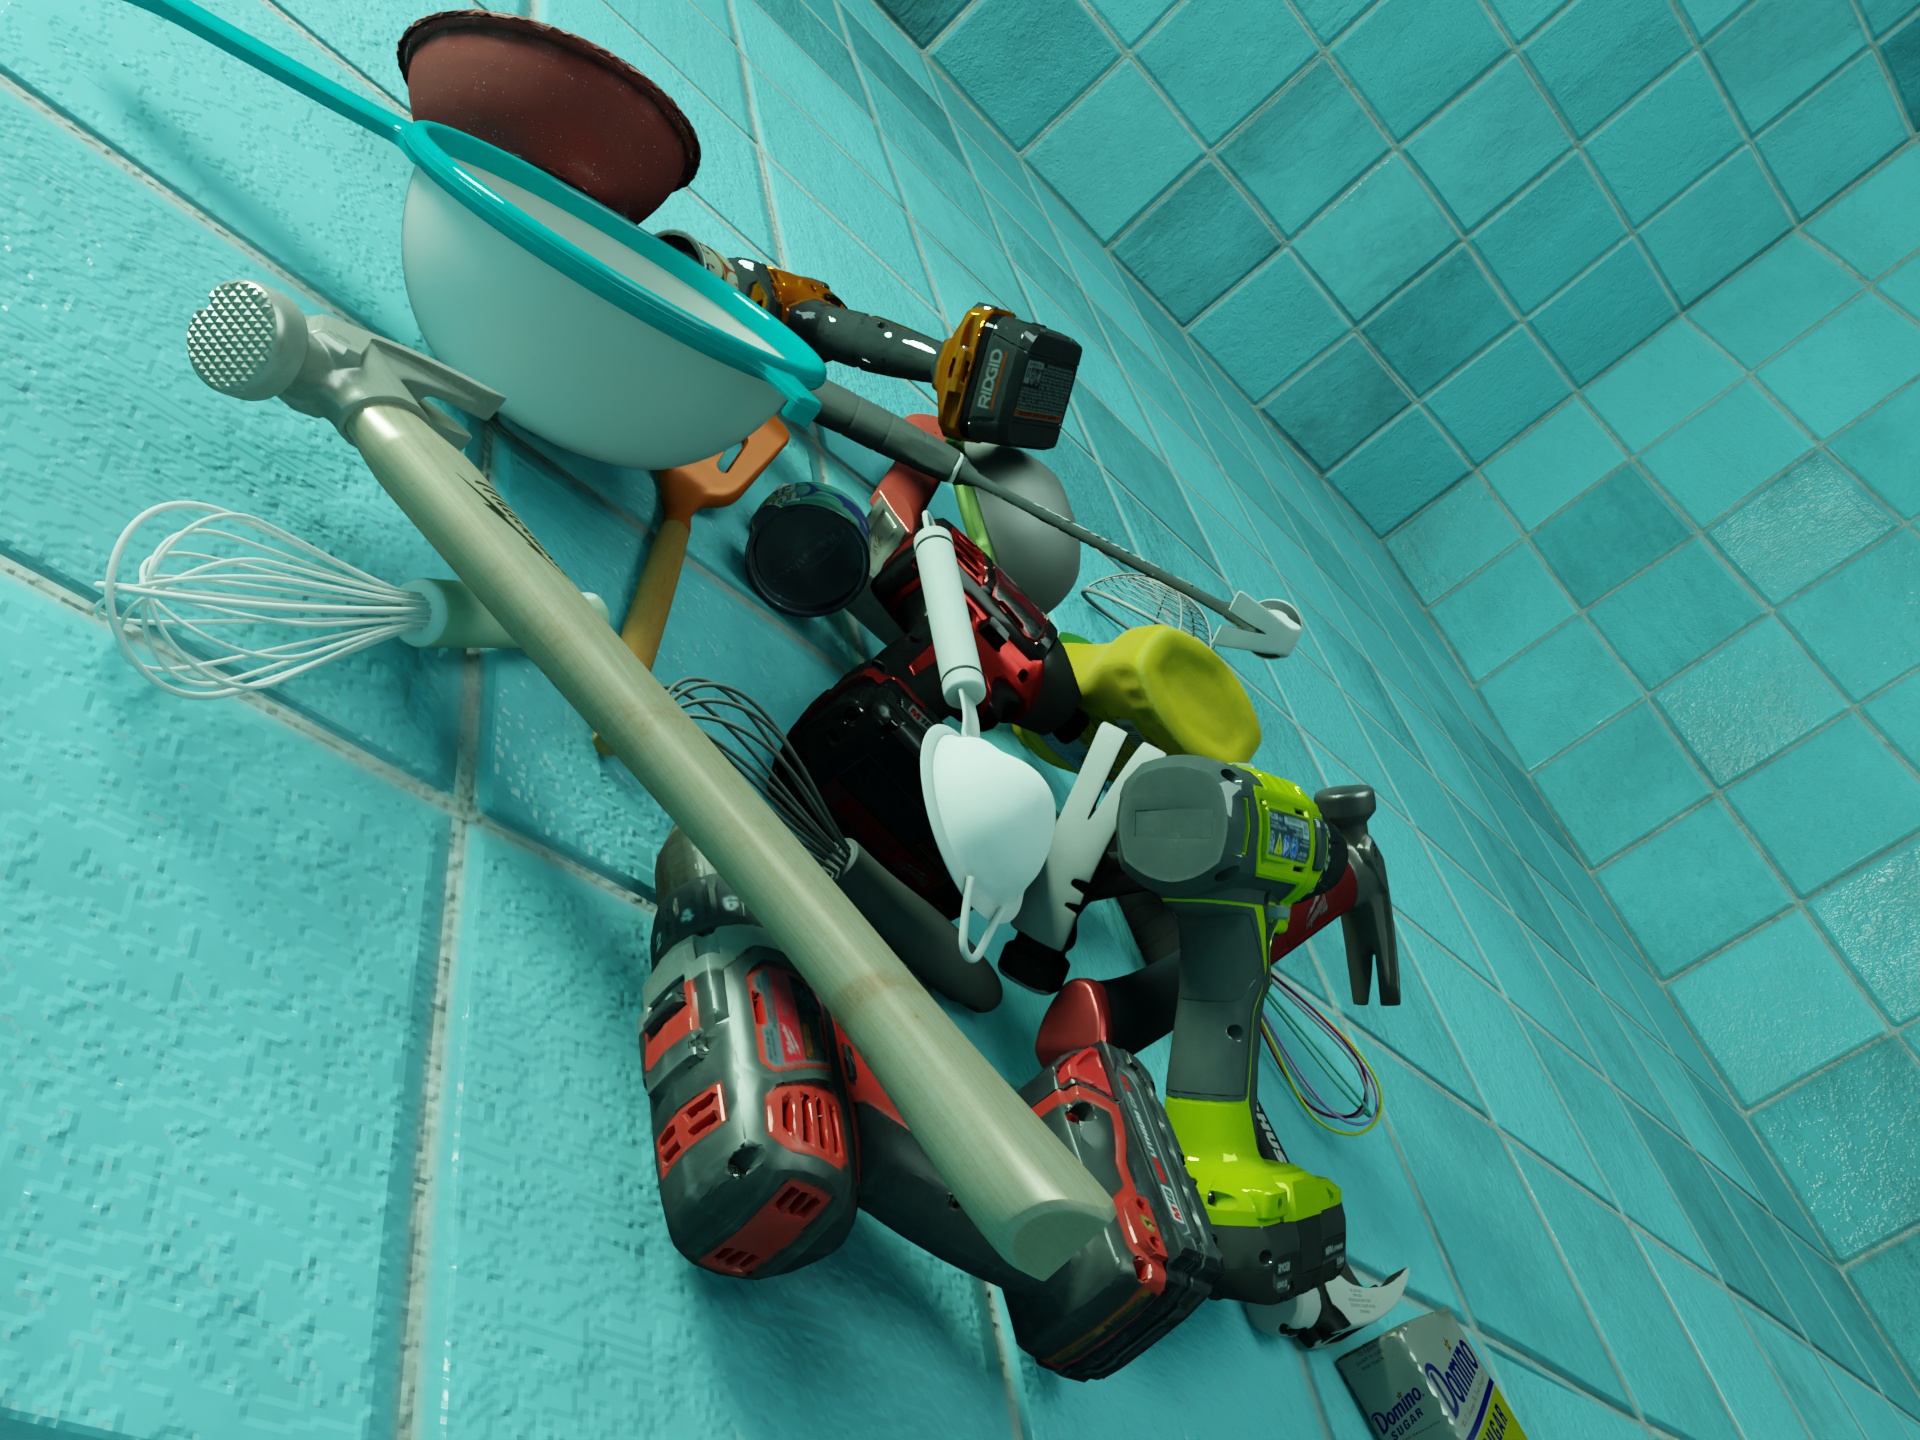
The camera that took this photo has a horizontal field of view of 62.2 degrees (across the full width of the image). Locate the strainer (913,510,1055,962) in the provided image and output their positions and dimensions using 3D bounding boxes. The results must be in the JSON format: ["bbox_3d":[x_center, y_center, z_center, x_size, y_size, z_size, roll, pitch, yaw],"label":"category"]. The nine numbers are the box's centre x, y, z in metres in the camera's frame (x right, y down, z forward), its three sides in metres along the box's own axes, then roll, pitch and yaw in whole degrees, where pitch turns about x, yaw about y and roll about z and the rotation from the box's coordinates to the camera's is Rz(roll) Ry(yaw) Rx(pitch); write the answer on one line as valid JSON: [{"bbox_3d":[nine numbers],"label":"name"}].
[{"bbox_3d":[0.004,-0.010,0.696,0.086,0.050,0.259,49,21,-43],"label":"strainer"}]

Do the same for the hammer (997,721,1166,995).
[{"bbox_3d":[0.120,0.070,0.870,0.034,0.127,0.336,27,9,24],"label":"hammer"}]

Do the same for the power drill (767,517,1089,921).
[{"bbox_3d":[-0.001,-0.003,0.799,0.143,0.078,0.220,46,31,-14],"label":"power drill"}]

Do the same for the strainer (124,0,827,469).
[{"bbox_3d":[-0.228,-0.206,0.715,0.340,0.095,0.211,26,16,-20],"label":"strainer"}]

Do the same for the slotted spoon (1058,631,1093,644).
[{"bbox_3d":[0.043,-0.027,1.053,0.070,0.031,0.313,64,24,8],"label":"slotted spoon"}]

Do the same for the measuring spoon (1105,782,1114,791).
[{"bbox_3d":[0.113,0.012,1.129,0.042,0.021,0.129,62,33,-24],"label":"measuring spoon"}]

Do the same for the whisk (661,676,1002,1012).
[{"bbox_3d":[-0.054,0.061,0.676,0.238,0.055,0.055,46,20,-34],"label":"whisk"}]

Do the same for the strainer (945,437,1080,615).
[{"bbox_3d":[0.043,-0.116,1.033,0.256,0.069,0.151,-90,161,-72],"label":"strainer"}]

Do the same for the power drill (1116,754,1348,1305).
[{"bbox_3d":[0.133,0.136,0.734,0.190,0.080,0.228,18,73,-58],"label":"power drill"}]

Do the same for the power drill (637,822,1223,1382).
[{"bbox_3d":[-0.022,0.134,0.588,0.226,0.080,0.188,32,23,-33],"label":"power drill"}]

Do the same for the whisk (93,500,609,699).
[{"bbox_3d":[-0.195,-0.039,0.557,0.246,0.058,0.059,-7,95,-71],"label":"whisk"}]

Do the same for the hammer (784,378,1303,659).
[{"bbox_3d":[0.010,-0.138,0.925,0.409,0.036,0.149,29,10,12],"label":"hammer"}]

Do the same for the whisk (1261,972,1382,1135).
[{"bbox_3d":[0.180,0.161,1.010,0.245,0.047,0.051,51,8,11],"label":"whisk"}]

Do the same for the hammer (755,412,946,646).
[{"bbox_3d":[-0.033,-0.138,1.049,0.149,0.036,0.359,40,22,-9],"label":"hammer"}]

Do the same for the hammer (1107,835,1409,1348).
[{"bbox_3d":[0.145,0.187,0.900,0.146,0.035,0.335,26,32,-47],"label":"hammer"}]

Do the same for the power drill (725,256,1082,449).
[{"bbox_3d":[-0.041,-0.243,1.044,0.226,0.084,0.164,20,14,18],"label":"power drill"}]

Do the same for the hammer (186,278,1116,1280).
[{"bbox_3d":[-0.094,0.012,0.542,0.411,0.038,0.146,48,11,13],"label":"hammer"}]

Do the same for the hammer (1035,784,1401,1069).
[{"bbox_3d":[0.157,0.138,0.868,0.386,0.038,0.143,-15,97,-55],"label":"hammer"}]

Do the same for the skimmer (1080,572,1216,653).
[{"bbox_3d":[0.160,0.021,1.210,0.127,0.090,0.364,33,38,-33],"label":"skimmer"}]

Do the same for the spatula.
[{"bbox_3d":[-0.135,-0.085,0.760,0.081,0.041,0.323,36,26,-22],"label":"spatula"}]
